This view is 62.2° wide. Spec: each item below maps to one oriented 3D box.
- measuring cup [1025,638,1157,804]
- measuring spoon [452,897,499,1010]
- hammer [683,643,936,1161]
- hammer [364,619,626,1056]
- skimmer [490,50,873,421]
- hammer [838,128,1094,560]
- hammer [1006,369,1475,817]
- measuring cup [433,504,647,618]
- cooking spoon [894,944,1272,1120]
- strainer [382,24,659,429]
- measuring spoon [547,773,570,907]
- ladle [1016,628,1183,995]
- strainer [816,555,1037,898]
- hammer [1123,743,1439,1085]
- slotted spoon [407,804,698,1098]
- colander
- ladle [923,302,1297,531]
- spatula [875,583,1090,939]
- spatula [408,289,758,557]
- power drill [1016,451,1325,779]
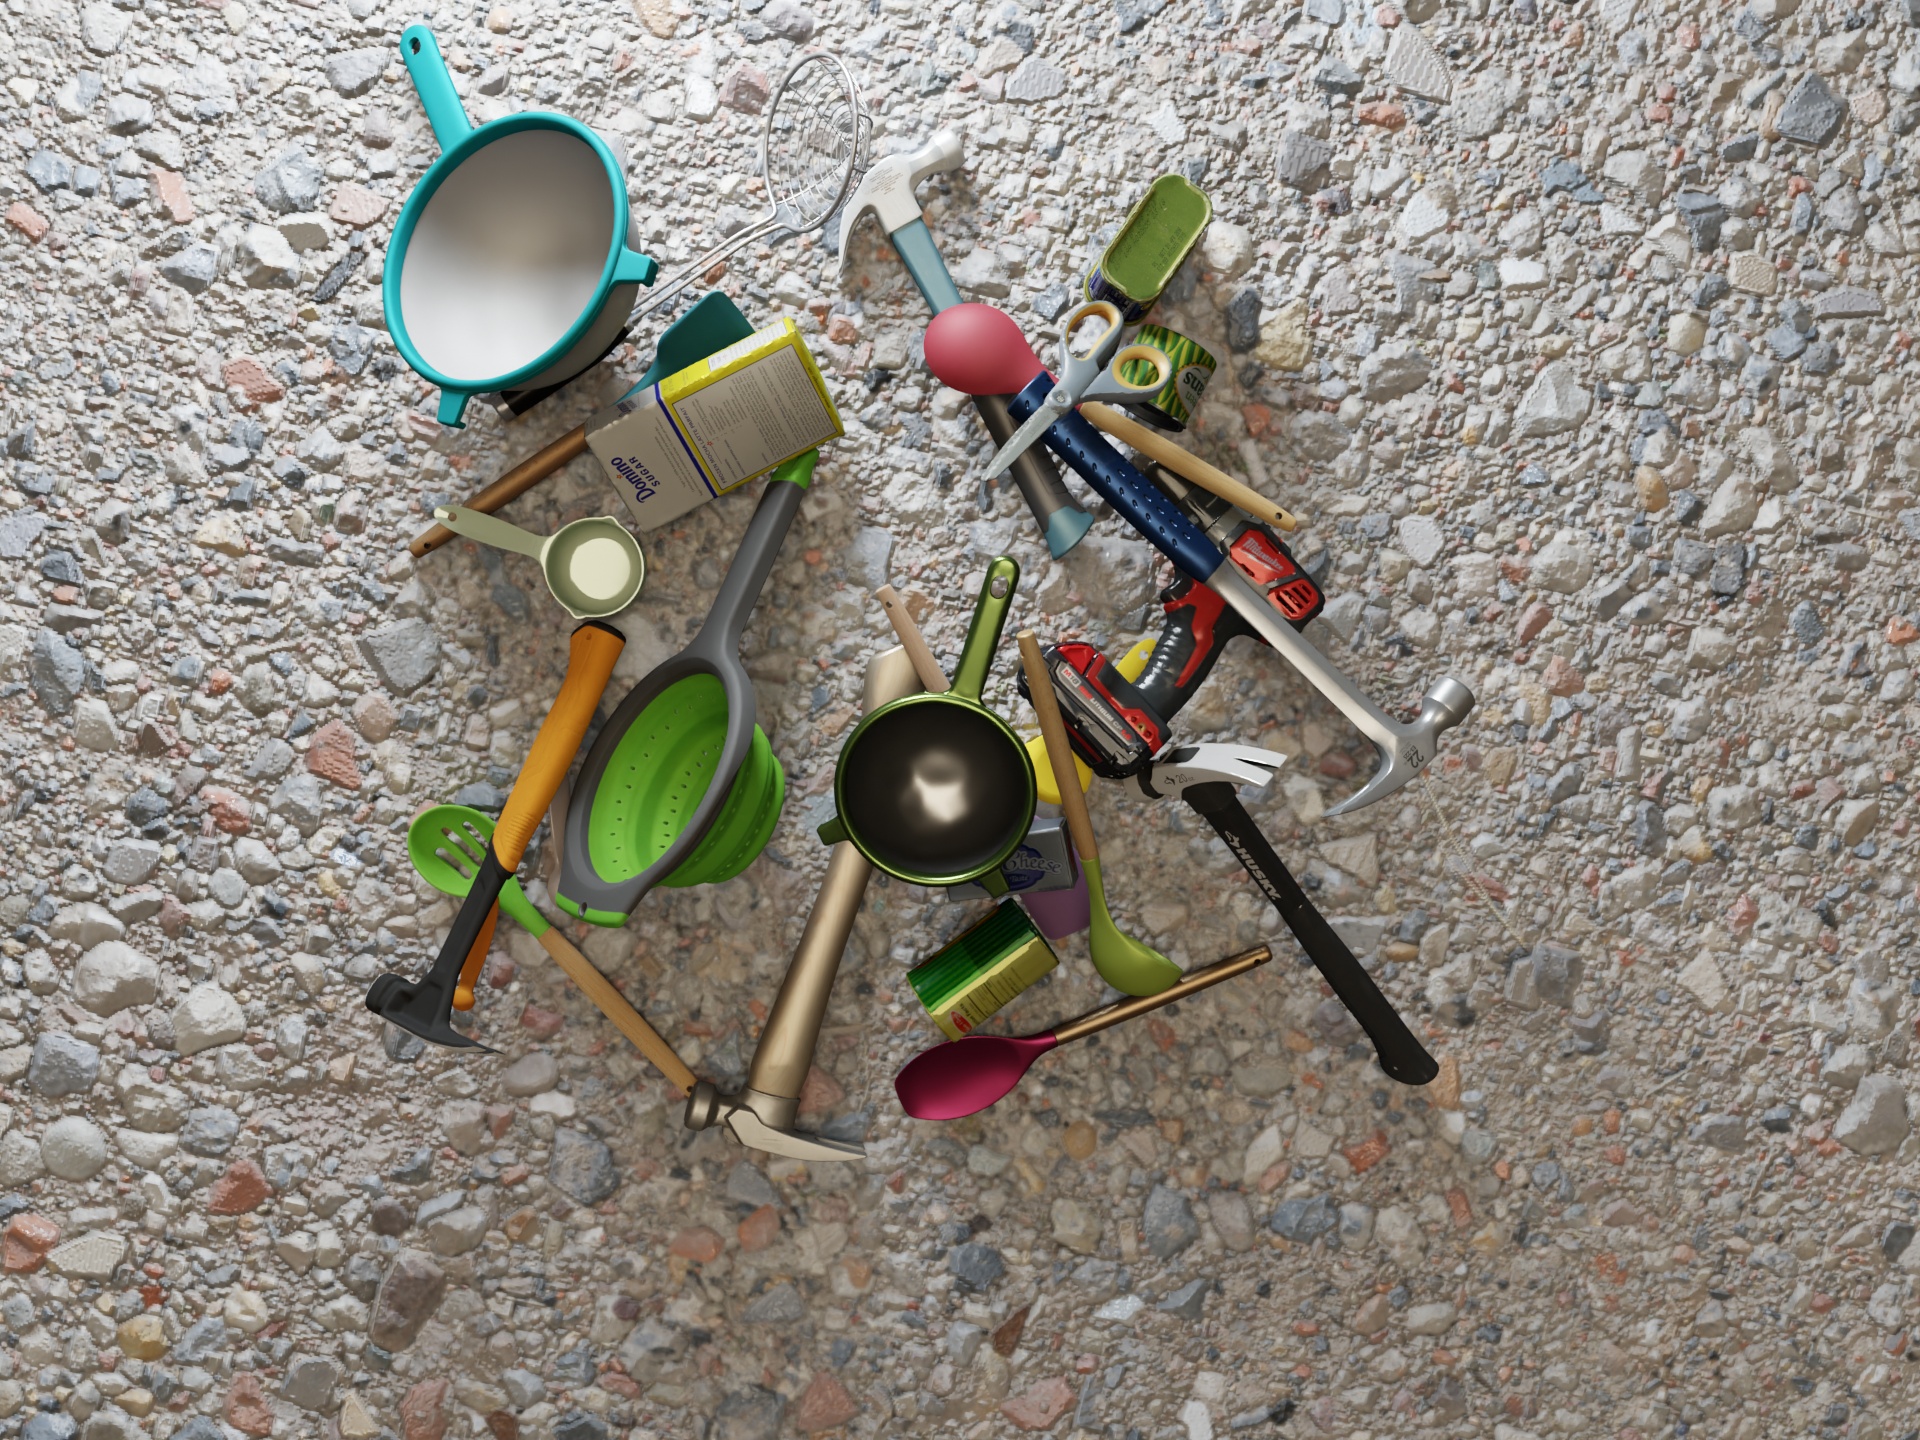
[{"bbox_3d":[0.106,-0.001,1.248,0.062,0.029,0.156,37,94,-3],"label":"measuring cup"},{"bbox_3d":[-0.379,0.179,1.238,0.021,0.011,0.117,21,111,2],"label":"measuring spoon"},{"bbox_3d":[-0.086,0.141,1.246,0.146,0.038,0.410,18,91,-11],"label":"hammer"},{"bbox_3d":[-0.329,0.081,1.195,0.127,0.034,0.337,15,77,32],"label":"hammer"},{"bbox_3d":[-0.218,-0.354,1.191,0.363,0.090,0.127,-35,58,3],"label":"skimmer"},{"bbox_3d":[0.013,-0.279,1.230,0.128,0.033,0.331,-28,94,-1],"label":"hammer"},{"bbox_3d":[0.190,-0.098,1.168,0.405,0.035,0.144,43,77,-2],"label":"hammer"},{"bbox_3d":[-0.322,-0.133,1.227,0.167,0.038,0.083,20,93,-1],"label":"measuring cup"},{"bbox_3d":[0.100,0.243,1.268,0.319,0.017,0.068,-21,107,0],"label":"cooking spoon"},{"bbox_3d":[-0.334,-0.376,1.180,0.211,0.095,0.341,-32,67,14],"label":"strainer"},{"bbox_3d":[-0.308,0.086,1.242,0.018,0.034,0.124,-5,89,38],"label":"measuring spoon"},{"bbox_3d":[0.100,0.073,1.186,0.062,0.078,0.320,-26,115,-18],"label":"ladle"},{"bbox_3d":[-0.002,-0.004,1.183,0.151,0.069,0.256,17,104,-1],"label":"strainer"},{"bbox_3d":[0.268,0.152,1.224,0.035,0.146,0.334,-45,104,-30],"label":"hammer"},{"bbox_3d":[-0.311,0.187,1.251,0.070,0.031,0.313,-42,95,1],"label":"slotted spoon"},{"bbox_3d":[-0.169,-0.017,1.208,0.094,0.205,0.397,32,74,-36],"label":"colander"},{"bbox_3d":[0.113,-0.222,1.194,0.315,0.031,0.069,29,92,0],"label":"ladle"},{"bbox_3d":[0.019,0.033,1.236,0.060,0.018,0.315,-27,102,15],"label":"spatula"},{"bbox_3d":[-0.292,-0.214,1.219,0.317,0.044,0.082,-34,123,2],"label":"spatula"},{"bbox_3d":[0.145,-0.086,1.214,0.227,0.080,0.188,-43,90,-10],"label":"power drill"}]
